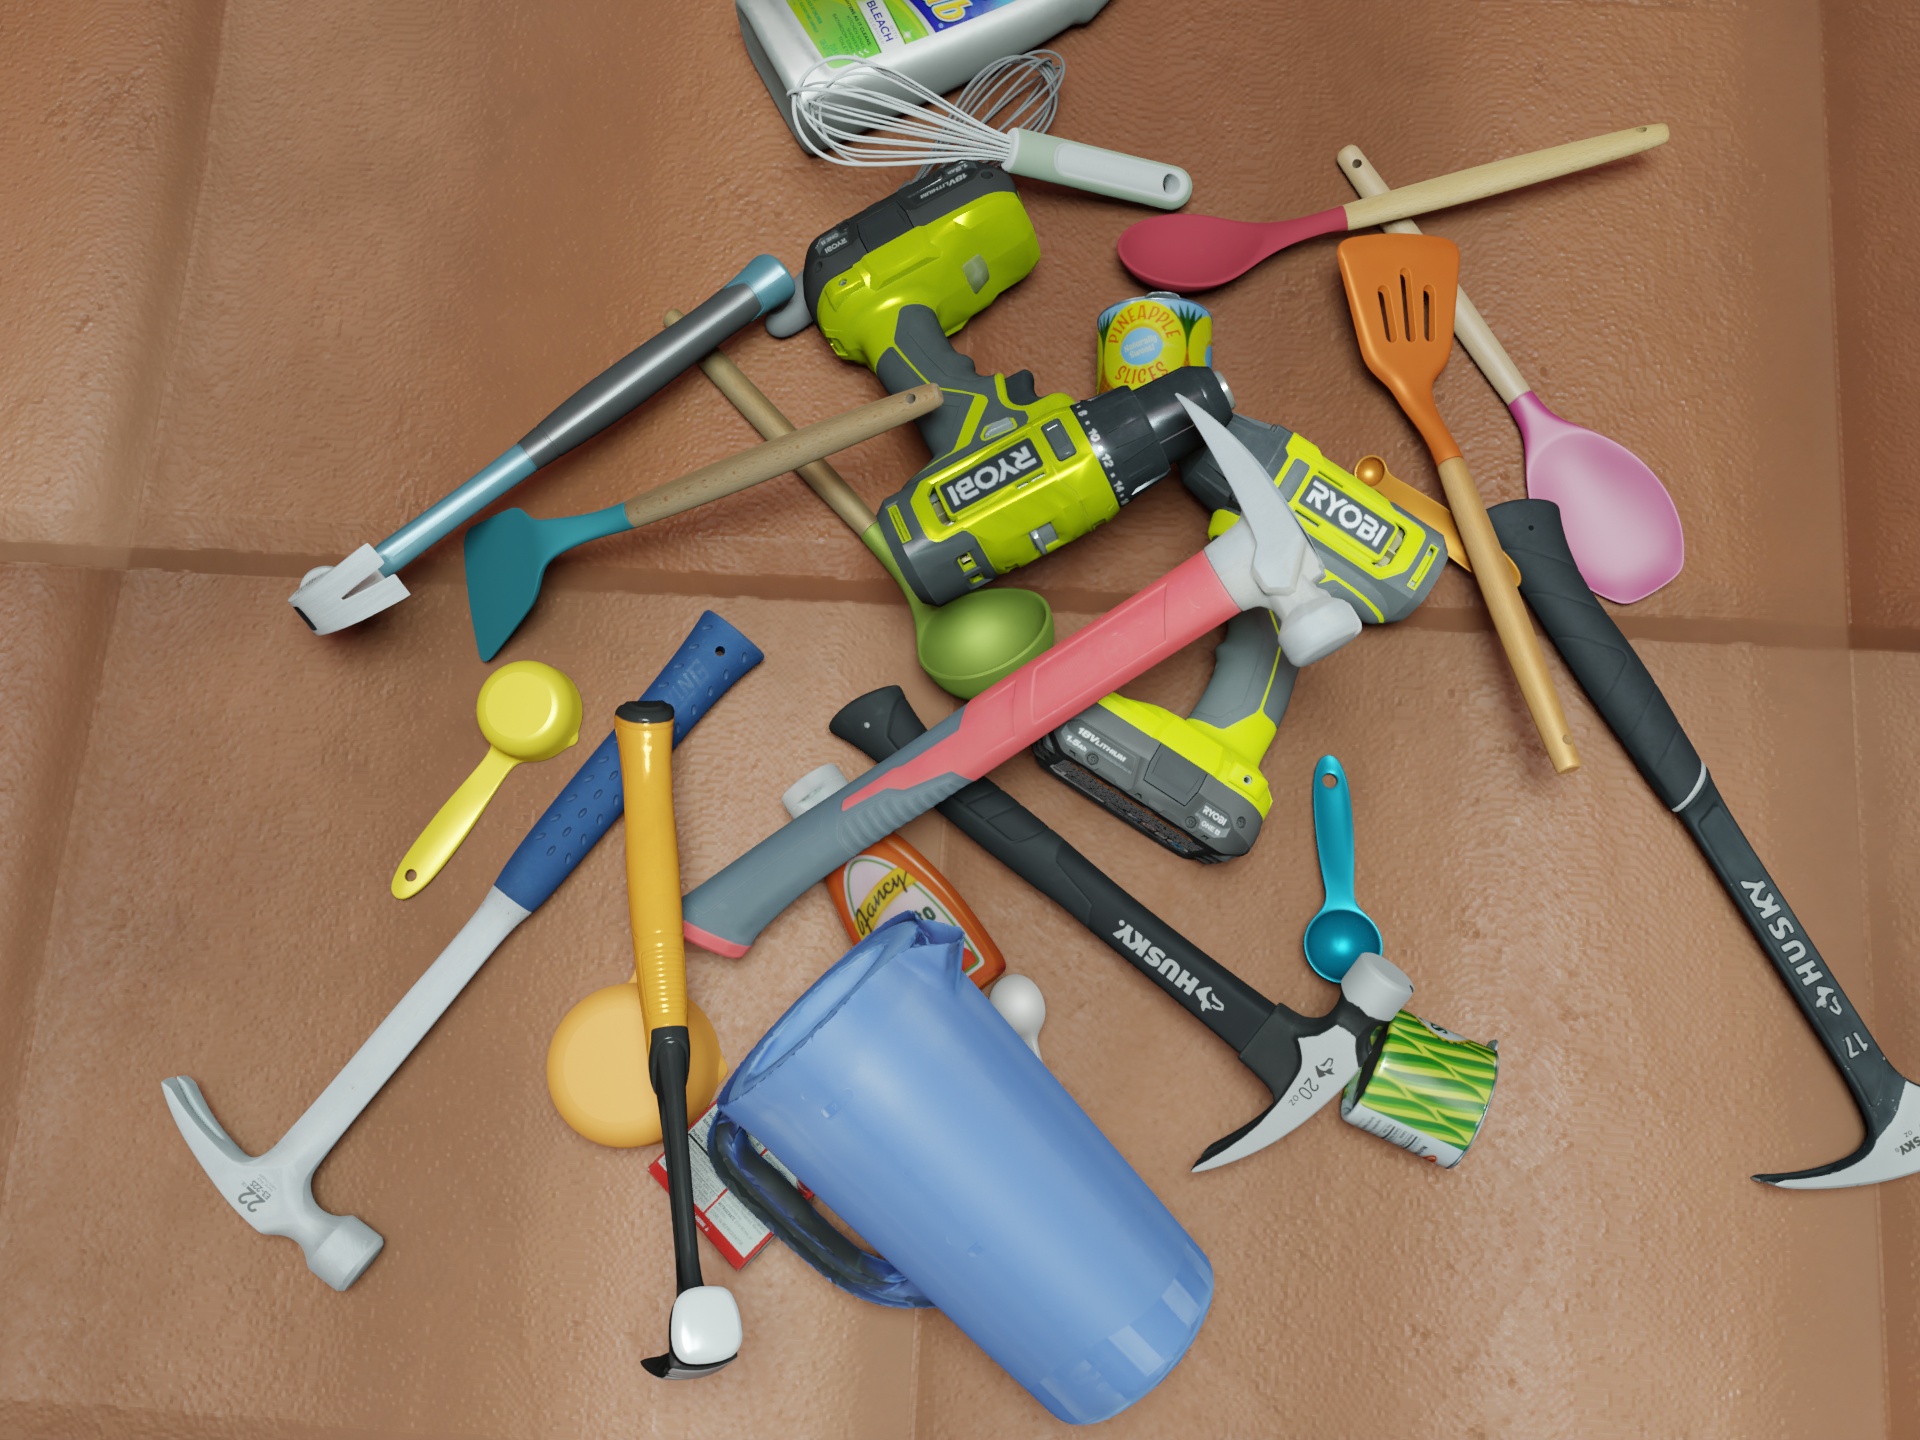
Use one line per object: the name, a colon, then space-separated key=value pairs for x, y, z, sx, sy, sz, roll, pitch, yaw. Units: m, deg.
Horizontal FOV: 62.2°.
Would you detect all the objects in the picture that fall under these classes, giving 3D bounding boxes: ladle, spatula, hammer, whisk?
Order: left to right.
hammer: x=-0.257 y=0.102 z=0.872 sx=0.144 sy=0.035 sz=0.405 roll=39 pitch=81 yaw=0
hammer: x=-0.232 y=-0.156 z=0.891 sx=0.331 sy=0.128 sz=0.033 roll=-38 pitch=111 yaw=-8
hammer: x=-0.147 y=0.147 z=0.792 sx=0.034 sy=0.127 sz=0.337 roll=-1 pitch=65 yaw=-18
spatula: x=-0.151 y=-0.119 z=0.864 sx=0.317 sy=0.044 sz=0.082 roll=-18 pitch=74 yaw=17
ladle: x=-0.067 y=-0.133 z=0.907 sx=0.078 sy=0.062 sz=0.320 roll=-38 pitch=76 yaw=-19
whisk: x=-0.028 y=-0.313 z=0.948 sx=0.239 sy=0.055 sz=0.055 roll=-43 pitch=80 yaw=-1
hammer: x=-0.001 y=-0.003 z=0.806 sx=0.386 sy=0.038 sz=0.143 roll=-33 pitch=75 yaw=18
whisk: x=0.021 y=-0.327 z=0.905 sx=0.246 sy=0.059 sz=0.058 roll=6 pitch=97 yaw=-19
hammer: x=0.061 y=0.094 z=0.849 sx=0.335 sy=0.035 sz=0.146 roll=38 pitch=108 yaw=16
ladle: x=0.248 y=-0.299 z=0.919 sx=0.315 sy=0.031 sz=0.069 roll=-13 pitch=53 yaw=7
spatula: x=0.278 y=-0.124 z=0.862 sx=0.081 sy=0.041 sz=0.323 roll=-5 pitch=67 yaw=-18
hammer: x=0.397 y=0.056 z=0.853 sx=0.149 sy=0.036 sz=0.409 roll=-29 pitch=79 yaw=-2

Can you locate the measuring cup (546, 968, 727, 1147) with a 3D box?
measuring cup: x=-0.173 y=0.143 z=0.857 sx=0.095 sy=0.052 sz=0.174 roll=4 pitch=81 yaw=4

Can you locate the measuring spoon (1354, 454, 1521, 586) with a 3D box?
measuring spoon: x=0.268 y=-0.111 z=0.894 sx=0.117 sy=0.011 sz=0.021 roll=45 pitch=114 yaw=24

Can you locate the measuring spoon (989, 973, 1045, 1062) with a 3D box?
measuring spoon: x=0.035 y=0.198 z=0.844 sx=0.034 sy=0.018 sz=0.124 roll=-14 pitch=84 yaw=40

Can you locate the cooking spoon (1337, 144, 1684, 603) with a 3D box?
cooking spoon: x=0.309 y=-0.207 z=0.920 sx=0.069 sy=0.017 sz=0.319 roll=-34 pitch=78 yaw=16

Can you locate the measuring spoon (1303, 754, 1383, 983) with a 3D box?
measuring spoon: x=0.205 y=0.082 z=0.872 sx=0.042 sy=0.021 sz=0.129 roll=0 pitch=70 yaw=2

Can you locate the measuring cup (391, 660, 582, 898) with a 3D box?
measuring cup: x=-0.274 y=0.034 z=0.895 sx=0.062 sy=0.029 sz=0.156 roll=33 pitch=81 yaw=9

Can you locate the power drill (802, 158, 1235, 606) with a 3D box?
power drill: x=0.023 y=-0.192 z=0.864 sx=0.190 sy=0.080 sz=0.229 roll=-27 pitch=62 yaw=6

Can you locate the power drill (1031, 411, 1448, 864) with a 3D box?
power drill: x=0.139 y=-0.051 z=0.862 sx=0.171 sy=0.080 sz=0.223 roll=33 pitch=79 yaw=-2
